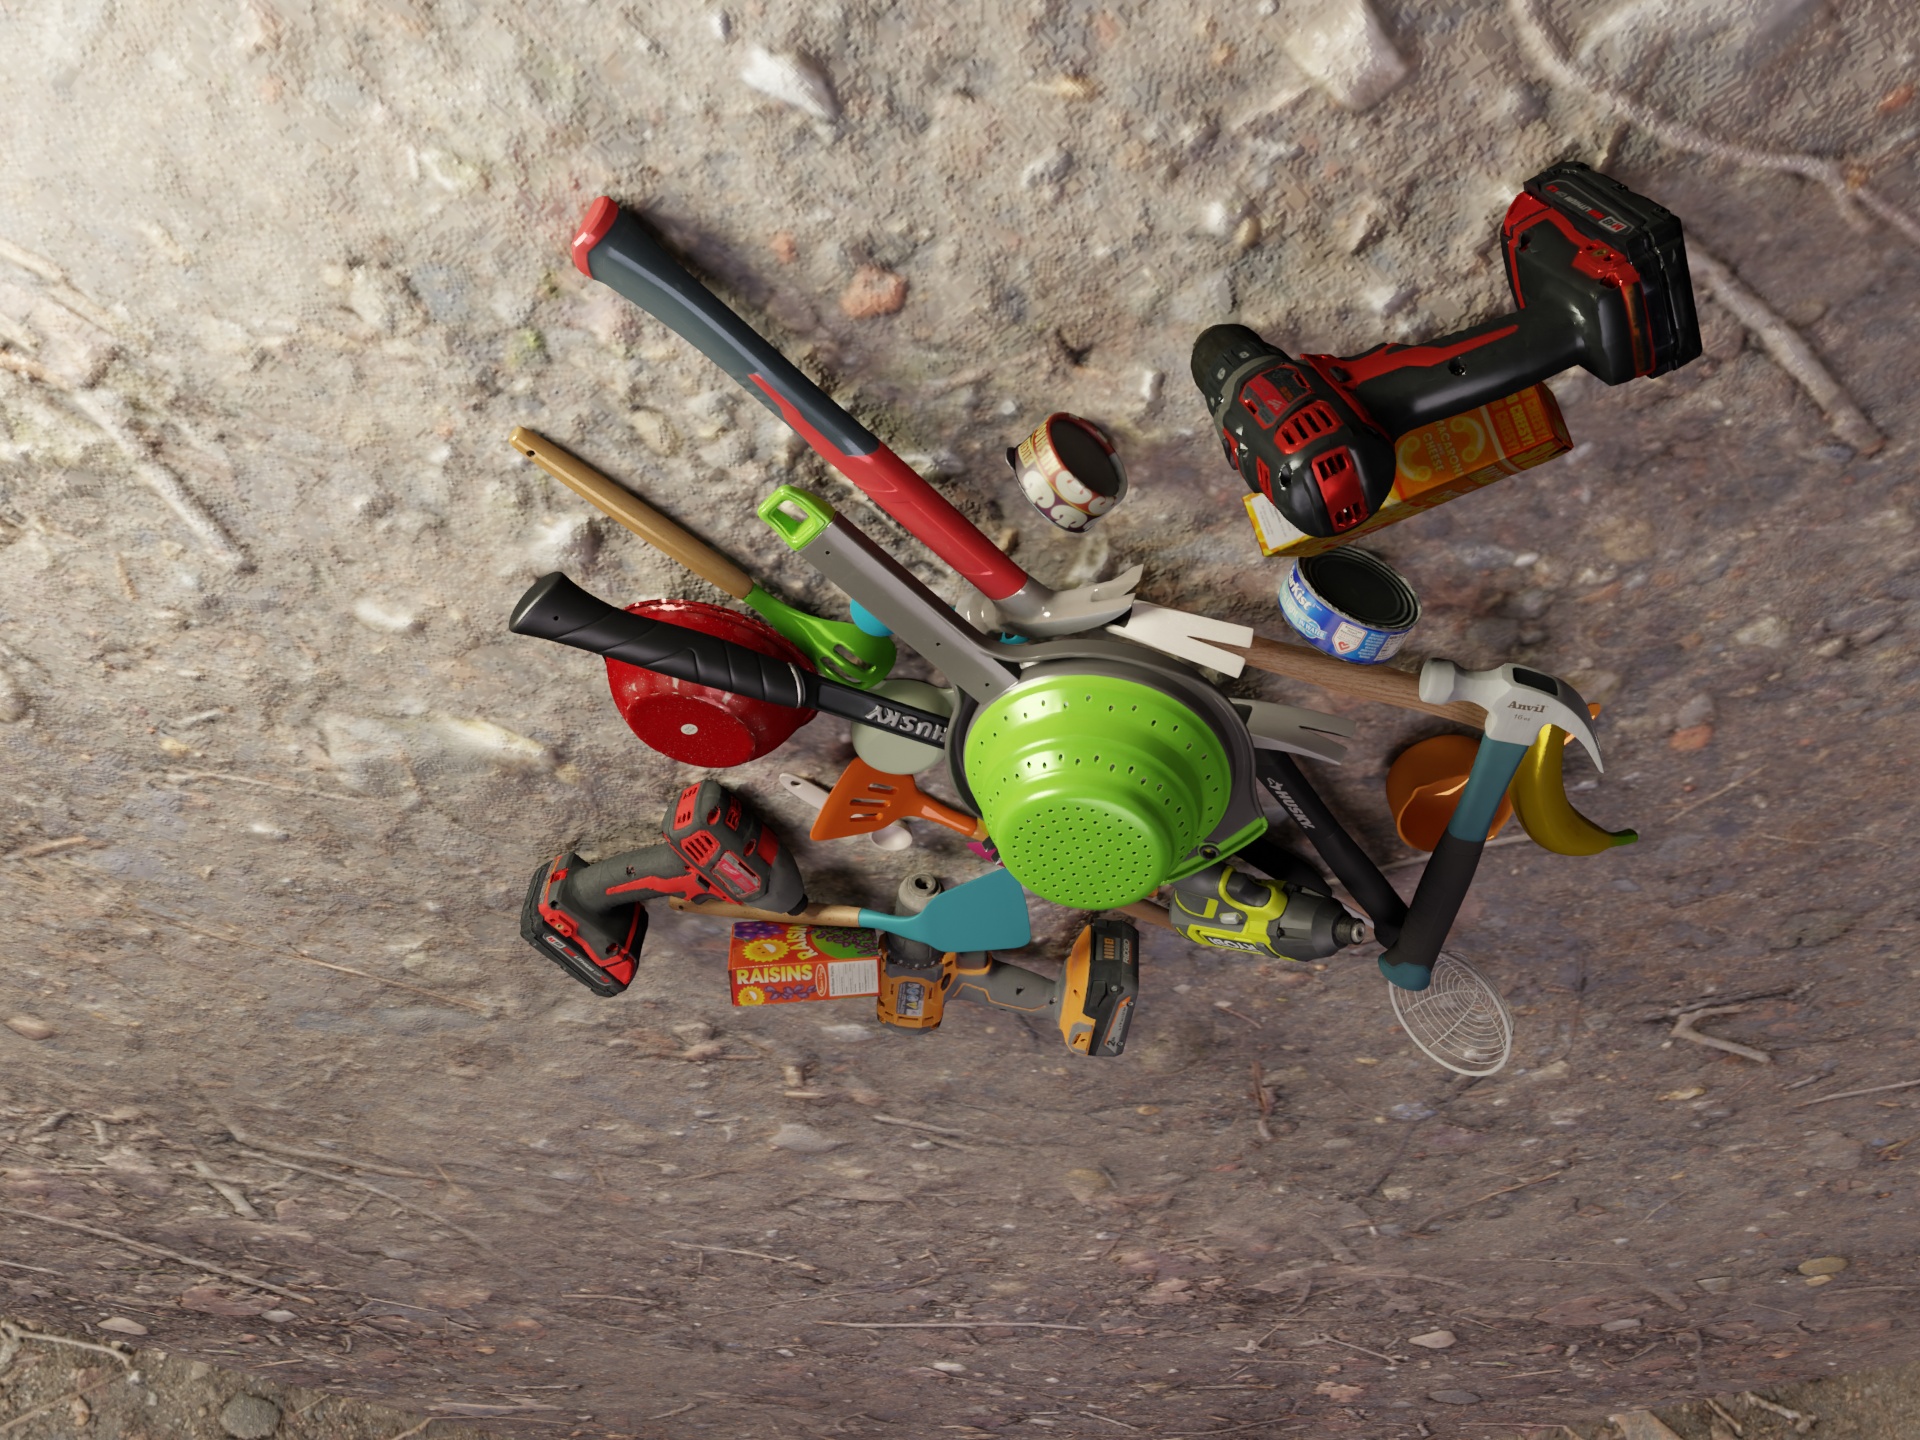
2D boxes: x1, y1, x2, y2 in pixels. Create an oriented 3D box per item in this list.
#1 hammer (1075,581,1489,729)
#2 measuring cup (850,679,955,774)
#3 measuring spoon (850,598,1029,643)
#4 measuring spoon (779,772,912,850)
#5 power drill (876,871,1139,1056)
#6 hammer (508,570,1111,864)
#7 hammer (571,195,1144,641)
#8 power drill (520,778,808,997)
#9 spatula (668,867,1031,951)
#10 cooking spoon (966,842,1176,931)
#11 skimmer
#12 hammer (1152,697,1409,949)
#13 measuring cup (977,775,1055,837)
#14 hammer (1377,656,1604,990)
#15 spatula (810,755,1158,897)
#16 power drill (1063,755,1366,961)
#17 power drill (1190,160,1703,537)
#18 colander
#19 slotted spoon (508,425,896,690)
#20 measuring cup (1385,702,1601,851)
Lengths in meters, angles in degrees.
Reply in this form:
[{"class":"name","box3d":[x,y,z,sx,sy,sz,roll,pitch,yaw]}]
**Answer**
[{"class":"hammer","box3d":[0.242,-0.035,1.070,0.331,0.130,0.031,12,98,-25]},{"class":"measuring cup","box3d":[-0.002,-0.004,1.145,0.167,0.038,0.083,-16,139,20]},{"class":"measuring spoon","box3d":[-0.011,-0.065,1.076,0.128,0.021,0.042,10,121,-16]},{"class":"measuring spoon","box3d":[-0.090,0.068,1.262,0.124,0.018,0.034,31,133,-23]},{"class":"power drill","box3d":[0.040,0.210,1.386,0.226,0.084,0.185,7,133,1]},{"class":"hammer","box3d":[-0.095,-0.013,1.052,0.408,0.036,0.149,17,107,-26]},{"class":"hammer","box3d":[-0.057,-0.164,0.920,0.143,0.038,0.385,-9,143,45]},{"class":"power drill","box3d":[-0.237,0.140,1.297,0.219,0.079,0.143,-26,127,25]},{"class":"spatula","box3d":[-0.100,0.156,1.323,0.317,0.044,0.082,2,126,22]},{"class":"cooking spoon","box3d":[0.112,0.138,1.282,0.069,0.017,0.318,-2,162,38]},{"class":"skimmer","box3d":[0.340,0.200,1.356,0.363,0.090,0.127,31,163,-30]},{"class":"hammer","box3d":[0.283,0.089,1.200,0.146,0.035,0.334,2,147,44]},{"class":"measuring cup","box3d":[0.077,0.081,1.261,0.156,0.029,0.062,17,105,-38]},{"class":"hammer","box3d":[0.355,0.087,1.131,0.128,0.033,0.330,9,136,5]},{"class":"spatula","box3d":[0.031,0.098,1.273,0.322,0.041,0.081,21,113,-26]},{"class":"power drill","box3d":[0.194,0.113,1.217,0.171,0.080,0.223,2,151,49]},{"class":"power drill","box3d":[0.234,-0.195,0.821,0.226,0.188,0.080,-27,126,5]},{"class":"colander","box3d":[0.024,0.006,0.992,0.396,0.095,0.204,39,130,-21]},{"class":"slotted spoon","box3d":[-0.162,-0.097,1.041,0.070,0.031,0.313,-33,129,30]},{"class":"measuring cup","box3d":[0.391,0.026,1.173,0.095,0.052,0.173,28,123,-30]}]
